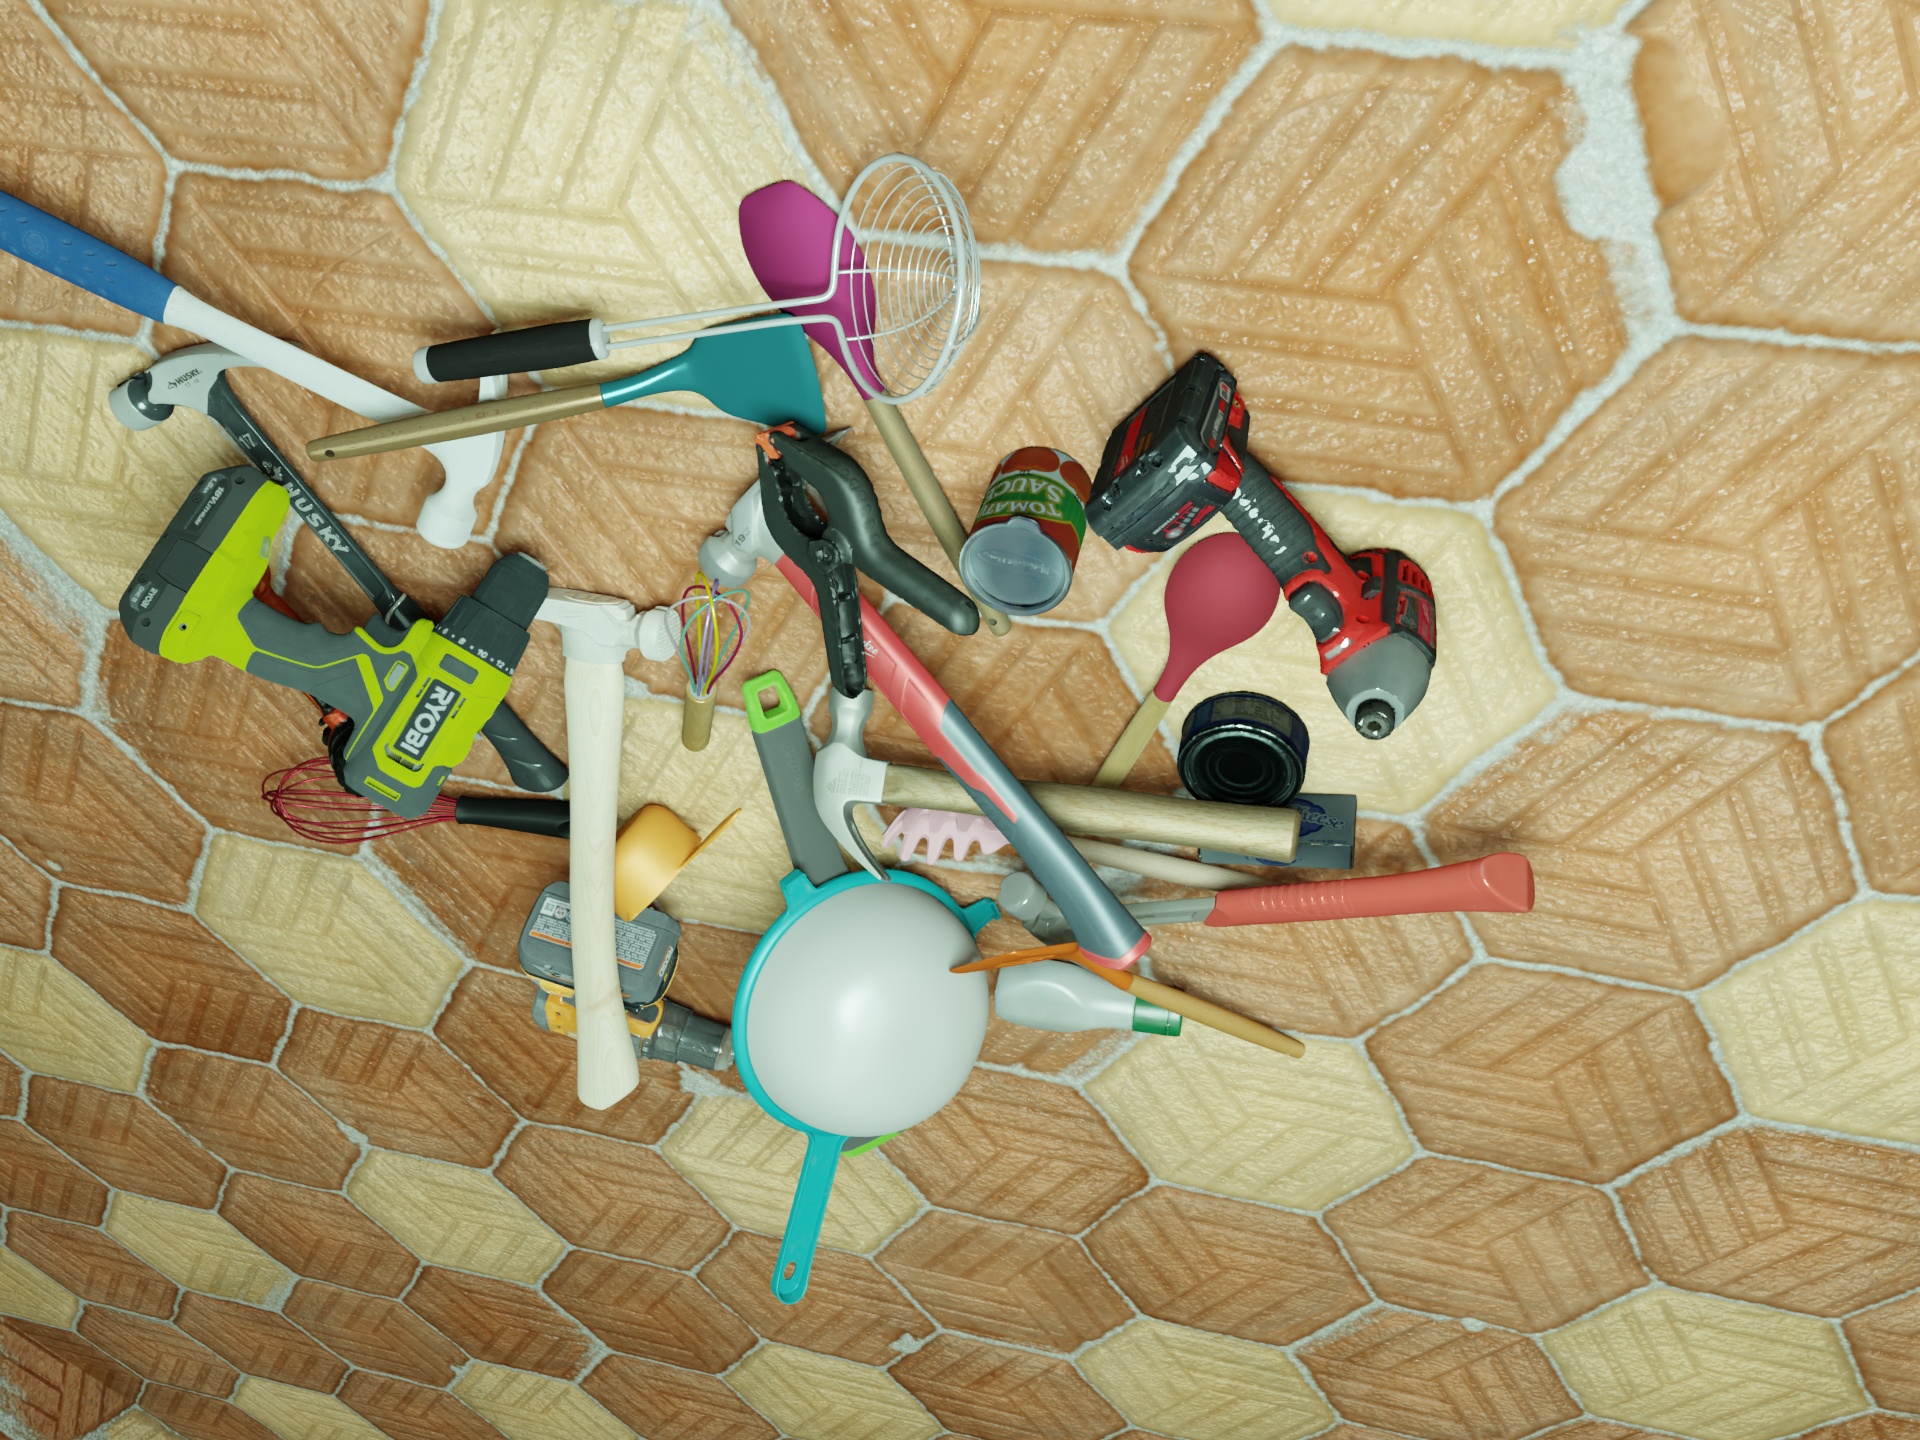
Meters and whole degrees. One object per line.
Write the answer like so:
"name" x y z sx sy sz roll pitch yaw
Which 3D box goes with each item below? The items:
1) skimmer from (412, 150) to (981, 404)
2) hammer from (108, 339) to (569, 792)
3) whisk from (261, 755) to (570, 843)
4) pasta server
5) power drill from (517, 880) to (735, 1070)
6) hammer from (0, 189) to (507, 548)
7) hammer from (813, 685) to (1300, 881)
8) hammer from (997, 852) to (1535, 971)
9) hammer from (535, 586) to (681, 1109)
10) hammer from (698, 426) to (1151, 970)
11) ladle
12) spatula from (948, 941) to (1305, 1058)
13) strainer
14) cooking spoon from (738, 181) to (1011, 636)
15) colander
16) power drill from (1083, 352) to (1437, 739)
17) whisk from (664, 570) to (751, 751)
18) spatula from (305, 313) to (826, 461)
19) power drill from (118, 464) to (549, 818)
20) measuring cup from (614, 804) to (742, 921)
"skimmer" -0.158 -0.223 0.875 0.363 0.090 0.127 -4 95 17
"hammer" -0.414 -0.097 1.145 0.149 0.036 0.408 -15 126 28
"whisk" -0.424 0.071 1.290 0.296 0.073 0.073 5 133 5
"pasta server" 0.102 0.103 1.136 0.316 0.040 0.060 12 154 3
"power drill" -0.278 0.231 1.353 0.185 0.084 0.226 17 149 2
"hammer" -0.472 -0.256 0.976 0.405 0.035 0.144 26 117 -10
"hammer" 0.059 0.059 1.071 0.331 0.130 0.031 7 176 14
"hammer" 0.210 0.130 1.090 0.359 0.037 0.149 -10 149 34
"hammer" -0.281 0.103 1.180 0.146 0.038 0.410 10 111 14
"hammer" -0.002 -0.003 1.010 0.386 0.038 0.143 50 128 -2
"ladle" 0.124 -0.003 1.063 0.069 0.031 0.315 22 136 -4
"spatula" 0.141 0.211 1.190 0.322 0.041 0.081 25 150 -28
"strainer" -0.071 0.283 1.171 0.210 0.340 0.095 13 -176 -34
"cooking spoon" -0.040 -0.176 0.960 0.069 0.017 0.318 -12 126 27
"colander" -0.113 0.140 1.223 0.095 0.204 0.396 21 131 55
"power drill" 0.179 -0.088 0.886 0.219 0.143 0.078 39 129 -15
"whisk" -0.174 -0.034 1.080 0.047 0.051 0.245 44 156 8
"spatula" -0.242 -0.188 0.962 0.317 0.044 0.082 -11 132 1
"power drill" -0.405 -0.069 1.053 0.228 0.190 0.080 32 173 -11
"measuring cup" -0.226 0.089 1.212 0.052 0.095 0.173 43 135 -10
